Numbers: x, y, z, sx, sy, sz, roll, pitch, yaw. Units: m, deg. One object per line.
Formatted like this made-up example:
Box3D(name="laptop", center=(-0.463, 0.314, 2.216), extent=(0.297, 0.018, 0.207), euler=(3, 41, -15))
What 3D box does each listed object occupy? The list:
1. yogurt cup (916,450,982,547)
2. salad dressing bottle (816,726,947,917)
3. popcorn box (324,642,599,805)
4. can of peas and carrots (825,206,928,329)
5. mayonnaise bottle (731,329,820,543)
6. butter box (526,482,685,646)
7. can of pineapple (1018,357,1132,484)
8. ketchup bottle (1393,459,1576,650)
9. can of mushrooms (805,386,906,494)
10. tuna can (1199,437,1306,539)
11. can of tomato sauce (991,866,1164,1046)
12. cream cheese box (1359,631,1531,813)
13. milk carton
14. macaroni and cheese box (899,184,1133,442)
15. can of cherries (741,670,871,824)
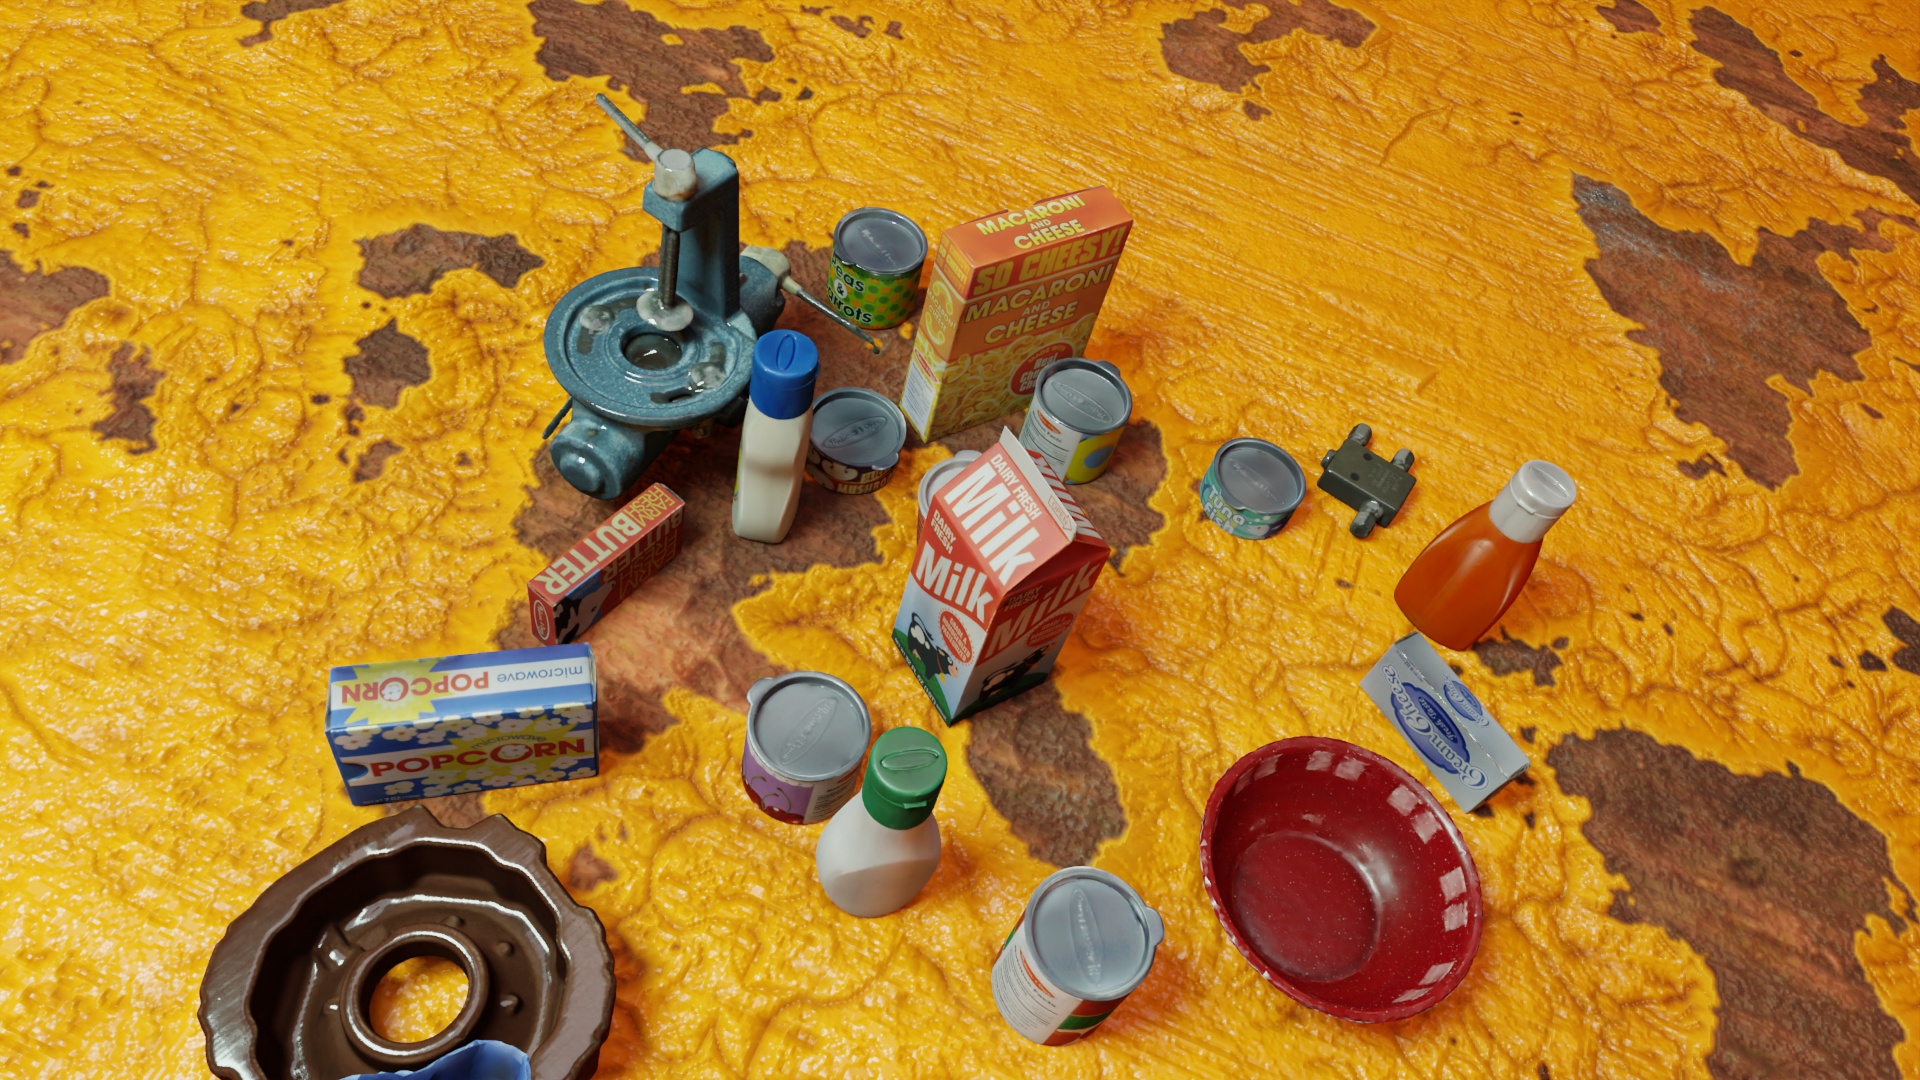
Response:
Box3D(name="yogurt cup", center=(0.003, -0.011, 0.873), extent=(0.072, 0.053, 0.073), euler=(6, 54, -9))
Box3D(name="salad dressing bottle", center=(-0.036, 0.142, 0.694), extent=(0.064, 0.146, 0.044), euler=(-5, 56, -16))
Box3D(name="popcorn box", center=(-0.252, 0.095, 0.716), extent=(0.127, 0.084, 0.038), euler=(-5, 56, -16))
Box3D(name="can of peas and carrots", center=(-0.062, -0.191, 0.984), extent=(0.071, 0.058, 0.071), euler=(6, 54, -9))
Box3D(name="mayonnaise bottle", center=(-0.110, -0.063, 0.824), extent=(0.041, 0.147, 0.065), euler=(11, 53, -5))
Box3D(name="butter box", center=(-0.204, 0.015, 0.805), extent=(0.024, 0.052, 0.104), euler=(37, 55, 13))
Box3D(name="can of pineapple", center=(0.078, -0.081, 0.938), extent=(0.071, 0.057, 0.071), euler=(6, 54, -9))
Box3D(name="ketchup bottle", center=(0.333, 0.008, 0.877), extent=(0.065, 0.148, 0.044), euler=(43, 57, 17))
Box3D(name="can of mushrooms", center=(-0.069, -0.063, 0.906), extent=(0.071, 0.033, 0.071), euler=(6, 54, -9))
Box3D(name="tuna can", center=(0.197, -0.034, 0.948), extent=(0.071, 0.032, 0.071), euler=(6, 54, -9))
Box3D(name="can of tomato sauce", center=(0.057, 0.212, 0.706), extent=(0.071, 0.082, 0.071), euler=(6, 54, -9))
Box3D(name="cream cheese box", center=(0.296, 0.112, 0.854), extent=(0.024, 0.053, 0.104), euler=(-23, 63, -26))
Box3D(name="milk carton", center=(0.022, 0.020, 0.770), extent=(0.074, 0.189, 0.072), euler=(-22, 63, -26))
Box3D(name="macaroni and cheese box", center=(0.032, -0.146, 0.907), extent=(0.124, 0.165, 0.040), euler=(-22, 63, -26))
Box3D(name="can of cherries", center=(-0.087, 0.112, 0.760), extent=(0.071, 0.058, 0.072), euler=(6, 54, -9))
